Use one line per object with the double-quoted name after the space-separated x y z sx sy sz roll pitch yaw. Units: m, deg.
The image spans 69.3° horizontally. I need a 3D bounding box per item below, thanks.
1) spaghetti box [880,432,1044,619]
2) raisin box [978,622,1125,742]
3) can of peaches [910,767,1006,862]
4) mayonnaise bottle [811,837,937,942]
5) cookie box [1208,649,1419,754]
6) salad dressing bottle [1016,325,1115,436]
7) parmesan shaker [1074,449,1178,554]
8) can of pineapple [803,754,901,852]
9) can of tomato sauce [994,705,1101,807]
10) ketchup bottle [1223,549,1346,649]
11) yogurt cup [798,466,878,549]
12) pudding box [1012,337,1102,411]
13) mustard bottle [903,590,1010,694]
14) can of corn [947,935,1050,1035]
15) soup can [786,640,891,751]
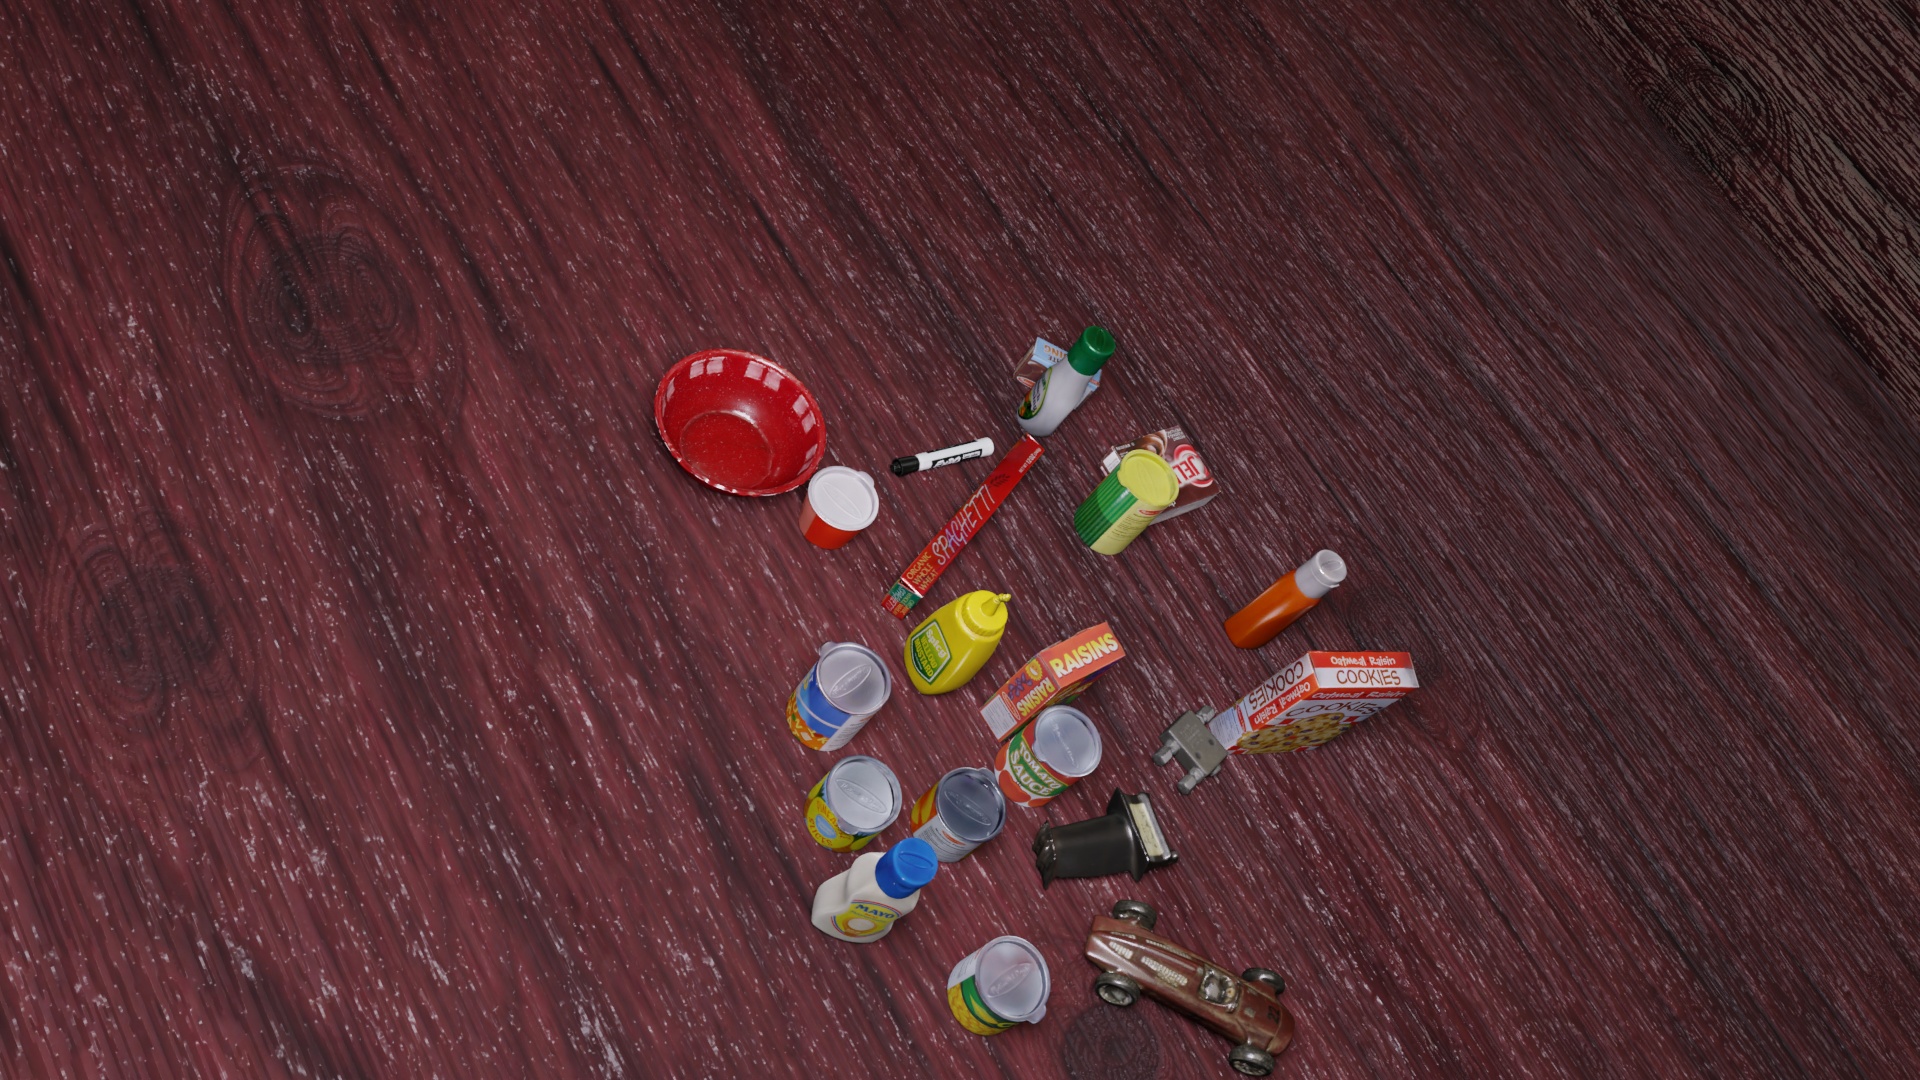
0.005 -0.017 1.351 0.028 0.050 0.251 40 50 0 "spaghetti box"
0.082 0.128 1.253 0.086 0.122 0.040 -21 72 -36 "raisin box"
-0.001 0.233 1.183 0.071 0.057 0.071 14 55 -20 "can of peaches"
-0.063 0.269 1.069 0.065 0.147 0.041 21 53 -15 "mayonnaise bottle"
0.339 0.157 1.343 0.123 0.166 0.040 2 60 -27 "cookie box"
0.109 -0.165 1.439 0.044 0.147 0.064 21 53 -15 "salad dressing bottle"
0.165 -0.038 1.416 0.071 0.102 0.071 14 55 -20 "parmesan shaker"
-0.091 0.219 1.145 0.071 0.057 0.071 14 55 -20 "can of pineapple"
0.075 0.194 1.233 0.071 0.082 0.071 14 55 -20 "can of tomato sauce"
0.334 0.061 1.414 0.065 0.148 0.043 -11 66 -33 "ketchup bottle"
-0.117 -0.027 1.290 0.072 0.053 0.073 14 55 -20 "yogurt cup"
0.106 -0.180 1.510 0.084 0.049 0.030 25 52 -13 "pudding box"
0.002 0.081 1.216 0.049 0.159 0.065 -12 67 -33 "mustard bottle"
0.031 0.361 1.118 0.071 0.058 0.071 14 55 -20 "can of corn"
-0.106 0.131 1.176 0.071 0.083 0.071 14 55 -20 "soup can"
